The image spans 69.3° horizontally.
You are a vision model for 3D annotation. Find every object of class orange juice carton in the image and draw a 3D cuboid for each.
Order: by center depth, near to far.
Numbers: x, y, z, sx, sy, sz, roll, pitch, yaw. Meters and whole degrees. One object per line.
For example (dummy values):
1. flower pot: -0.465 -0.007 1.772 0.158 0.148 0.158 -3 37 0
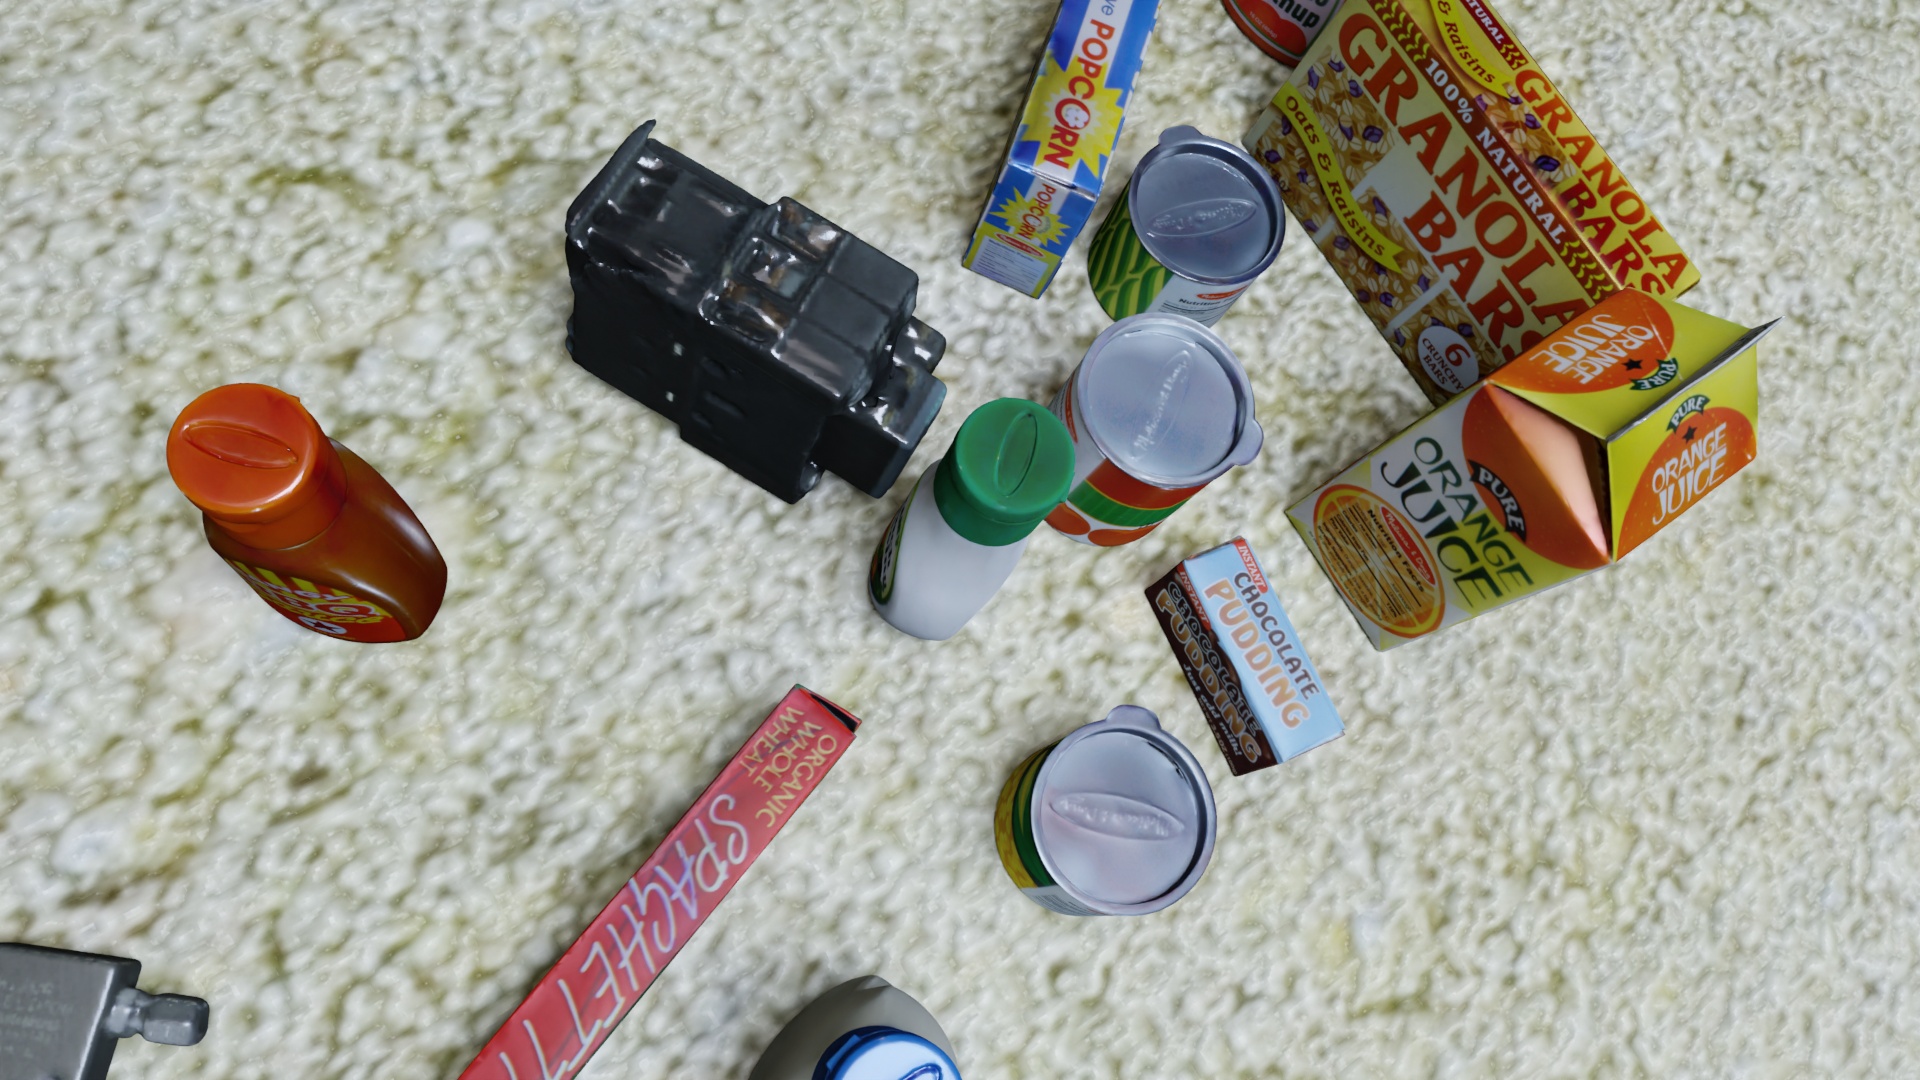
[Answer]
1. orange juice carton: 0.201 -0.025 0.497 0.072 0.192 0.073 -30 83 -19

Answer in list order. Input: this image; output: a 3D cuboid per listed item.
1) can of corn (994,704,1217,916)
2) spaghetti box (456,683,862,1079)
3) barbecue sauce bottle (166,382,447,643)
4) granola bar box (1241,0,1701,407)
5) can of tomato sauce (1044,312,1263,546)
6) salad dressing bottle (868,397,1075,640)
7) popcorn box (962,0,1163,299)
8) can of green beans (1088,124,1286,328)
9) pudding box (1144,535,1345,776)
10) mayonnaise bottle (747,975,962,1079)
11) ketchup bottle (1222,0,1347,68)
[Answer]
1. can of corn: 0.050 0.098 0.497 0.071 0.058 0.071 4 73 -12
2. spaghetti box: -0.122 0.149 0.447 0.029 0.050 0.251 40 69 1
3. barbecue sauce bottle: -0.199 -0.005 0.424 0.065 0.148 0.044 16 71 -8
4. granola bar box: 0.200 -0.138 0.567 0.039 0.124 0.165 -31 83 -19
5. can of tomato sauce: 0.067 -0.039 0.529 0.071 0.083 0.071 4 73 -12
6. salad dressing bottle: 0.002 -0.006 0.470 0.044 0.147 0.064 21 71 -6
7. popcorn box: 0.044 -0.174 0.563 0.038 0.085 0.127 21 70 -6
8. can of green beans: 0.092 -0.123 0.573 0.071 0.057 0.071 4 73 -12
9. pudding box: 0.107 0.045 0.531 0.030 0.049 0.084 -22 80 -18
10. mayonnaise bottle: -0.031 0.161 0.412 0.065 0.147 0.041 -42 87 -20
11. ketchup bottle: 0.164 -0.265 0.584 0.065 0.148 0.044 44 70 2
